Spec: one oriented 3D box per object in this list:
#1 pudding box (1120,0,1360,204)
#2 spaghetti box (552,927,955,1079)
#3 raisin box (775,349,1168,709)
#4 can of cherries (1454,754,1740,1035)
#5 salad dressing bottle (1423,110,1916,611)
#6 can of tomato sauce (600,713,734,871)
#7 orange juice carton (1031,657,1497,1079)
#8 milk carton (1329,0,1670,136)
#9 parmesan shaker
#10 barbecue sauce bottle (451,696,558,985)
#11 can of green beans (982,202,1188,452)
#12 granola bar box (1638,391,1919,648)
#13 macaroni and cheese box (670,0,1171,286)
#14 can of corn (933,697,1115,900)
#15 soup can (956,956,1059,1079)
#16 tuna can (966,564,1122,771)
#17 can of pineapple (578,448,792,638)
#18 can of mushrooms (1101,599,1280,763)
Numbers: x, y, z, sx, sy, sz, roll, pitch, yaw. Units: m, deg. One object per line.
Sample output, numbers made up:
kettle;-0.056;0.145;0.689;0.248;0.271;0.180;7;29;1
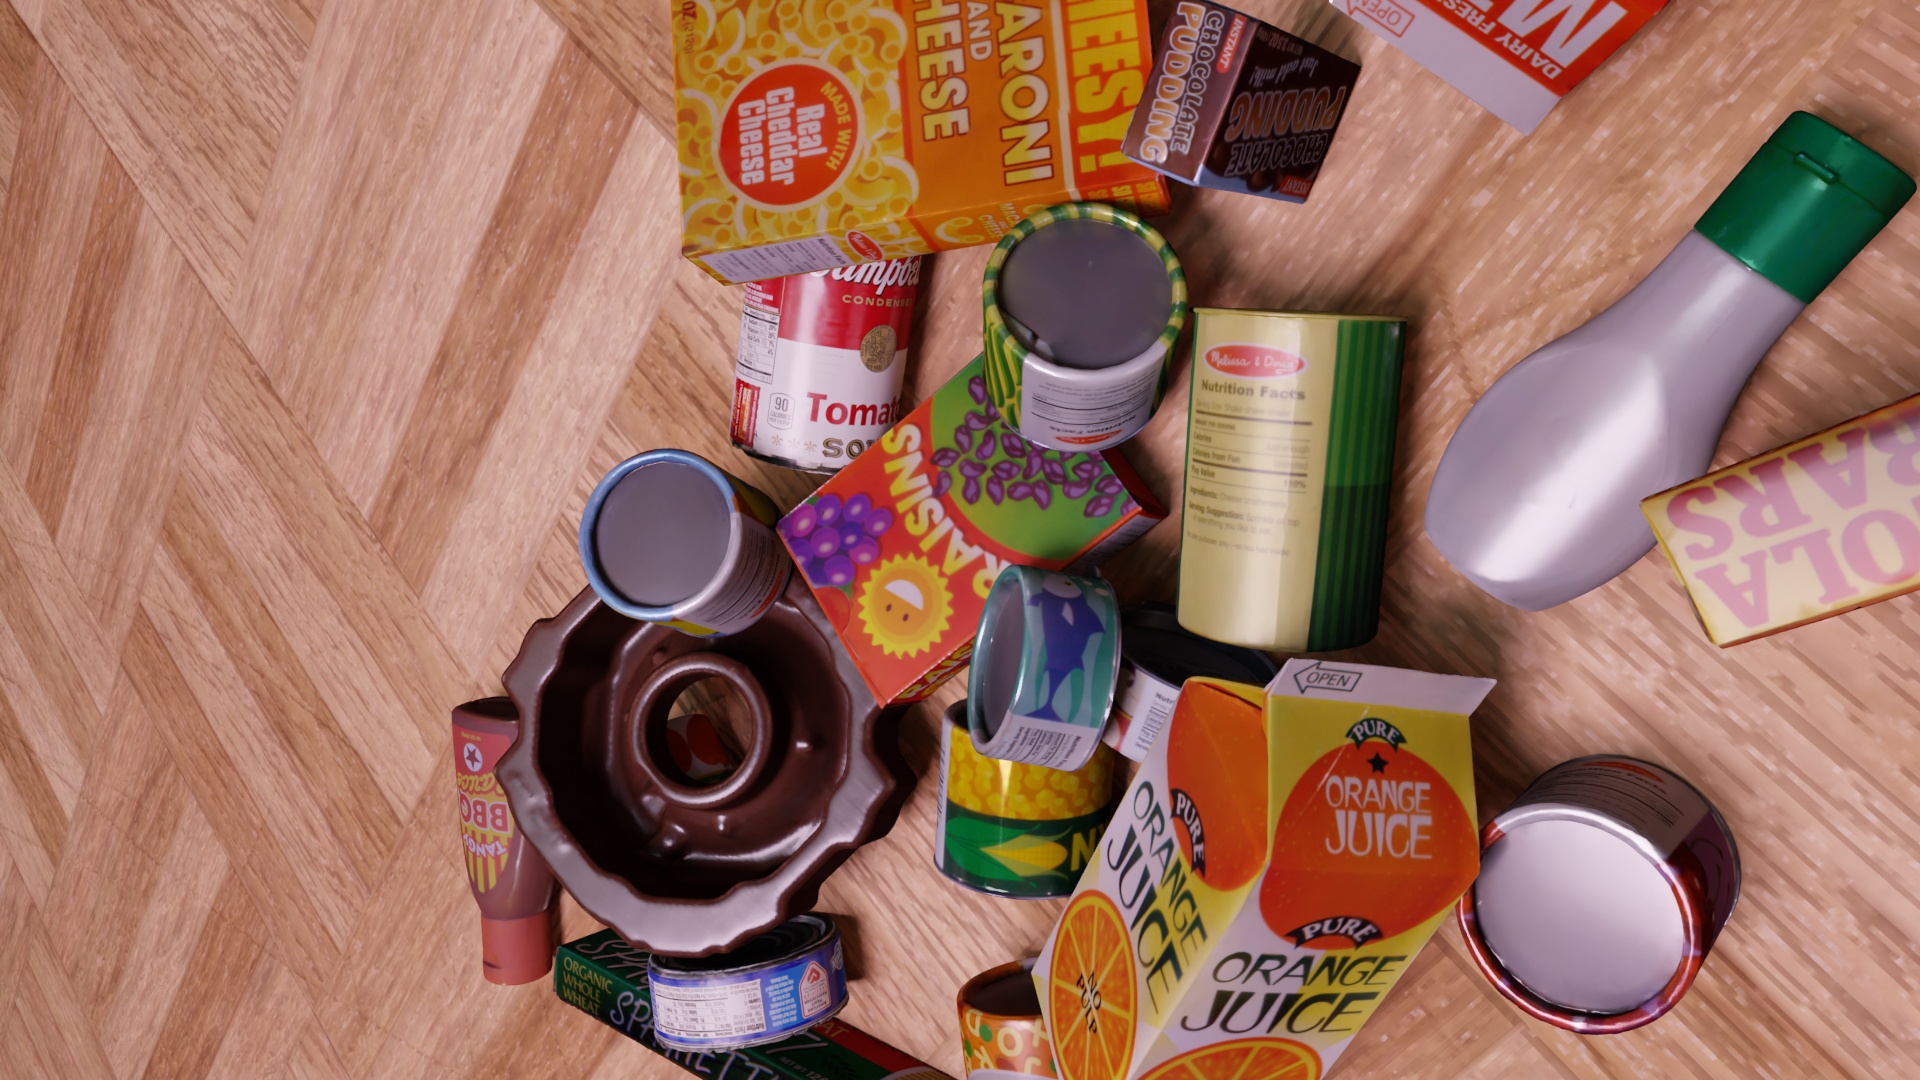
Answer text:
pudding box;0.088;-0.134;0.431;0.030;0.084;0.049;32;114;28
spaghetti box;-0.091;0.233;0.637;0.250;0.050;0.028;12;102;36
raisin box;0.002;-0.007;0.521;0.123;0.040;0.086;-38;73;17
can of cherries;0.186;0.104;0.405;0.071;0.058;0.071;5;99;36
salad dressing bottle;0.194;-0.047;0.389;0.064;0.044;0.147;50;121;28
can of tomato sauce;-0.129;0.131;0.641;0.071;0.071;0.083;-40;72;34
orange juice carton;0.092;0.109;0.433;0.073;0.072;0.191;-106;30;-50
milk carton;0.180;-0.201;0.347;0.072;0.074;0.189;35;119;0
parmesan shaker;0.103;-0.022;0.447;0.071;0.071;0.103;10;103;36
barbecue sauce bottle;-0.240;0.161;0.745;0.065;0.044;0.148;5;100;36
can of green beans;0.040;-0.070;0.465;0.071;0.057;0.071;0;71;1
granola bar box;0.250;-0.028;0.298;0.165;0.124;0.039;-27;79;37
macaroni and cheese box;-0.016;-0.164;0.485;0.166;0.040;0.124;-6;81;13
can of corn;0.027;0.094;0.521;0.071;0.071;0.058;10;102;36
soup can;0.034;0.210;0.526;0.071;0.071;0.083;-7;92;38
tuna can;0.027;0.040;0.465;0.071;0.033;0.071;-167;88;-77
can of pineapple;-0.107;0.001;0.538;0.071;0.058;0.071;-2;79;11
can of mushrooms;0.075;0.050;0.480;0.071;0.071;0.033;30;114;30
